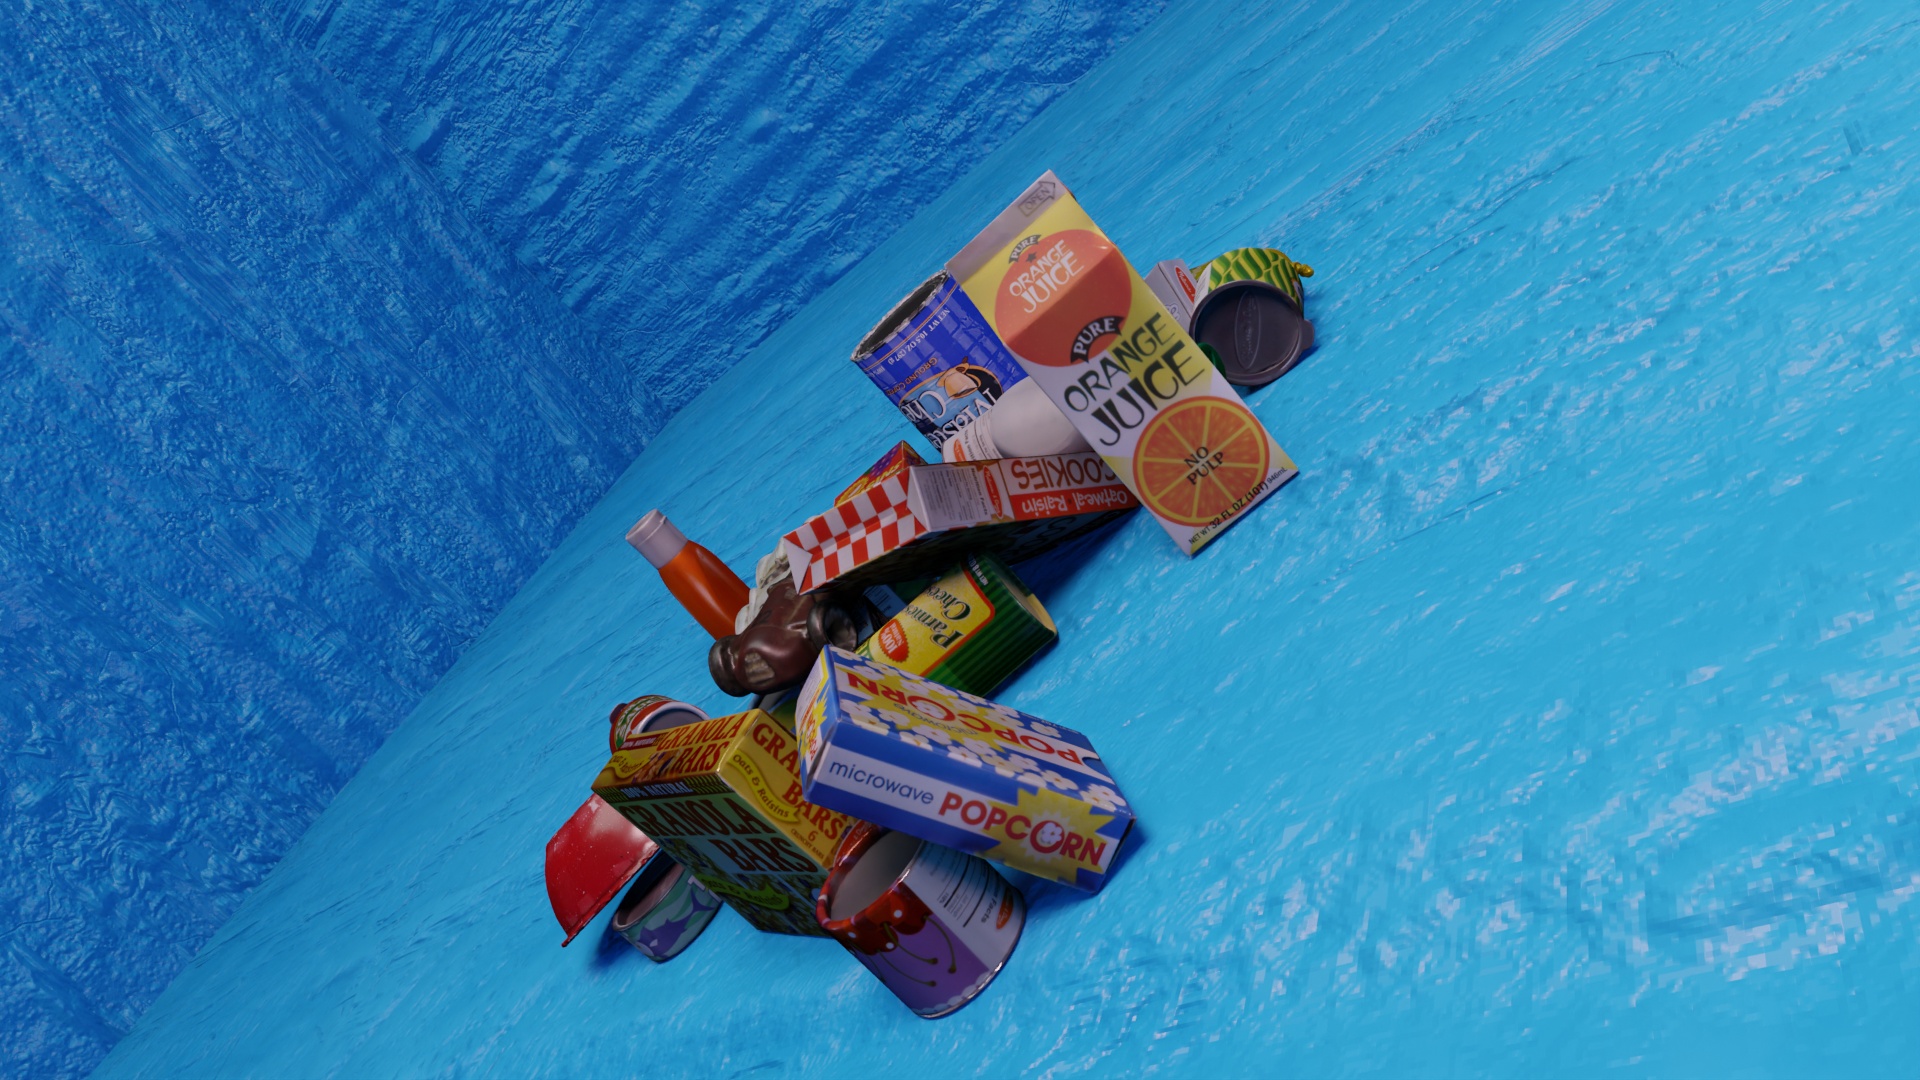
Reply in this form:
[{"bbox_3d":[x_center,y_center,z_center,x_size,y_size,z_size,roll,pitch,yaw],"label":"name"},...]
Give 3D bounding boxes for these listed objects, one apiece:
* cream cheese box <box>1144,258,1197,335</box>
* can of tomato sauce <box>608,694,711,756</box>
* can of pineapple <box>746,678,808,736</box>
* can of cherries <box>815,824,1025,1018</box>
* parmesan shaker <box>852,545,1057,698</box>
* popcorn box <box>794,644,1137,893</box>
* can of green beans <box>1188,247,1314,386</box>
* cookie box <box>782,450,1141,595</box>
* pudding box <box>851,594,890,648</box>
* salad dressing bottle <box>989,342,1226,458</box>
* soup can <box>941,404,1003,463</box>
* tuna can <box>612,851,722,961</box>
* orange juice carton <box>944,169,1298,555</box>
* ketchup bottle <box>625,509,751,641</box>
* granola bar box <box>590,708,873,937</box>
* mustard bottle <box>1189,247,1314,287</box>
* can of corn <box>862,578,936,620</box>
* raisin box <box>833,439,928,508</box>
[{"bbox_3d":[0.122,-0.131,0.911,0.024,0.053,0.103,-15,-20,-36],"label":"cream cheese box"},{"bbox_3d":[-0.225,0.150,1.047,0.071,0.071,0.083,-49,17,-19],"label":"can of tomato sauce"},{"bbox_3d":[-0.092,0.107,0.861,0.071,0.058,0.071,-40,17,14],"label":"can of pineapple"},{"bbox_3d":[-0.019,0.152,0.572,0.071,0.058,0.072,-39,17,14],"label":"can of cherries"},{"bbox_3d":[-0.007,0.058,0.764,0.103,0.071,0.071,-41,16,8],"label":"parmesan shaker"},{"bbox_3d":[-0.002,0.090,0.563,0.085,0.127,0.038,-123,55,-74],"label":"popcorn box"},{"bbox_3d":[0.170,-0.133,0.823,0.071,0.071,0.058,-35,18,29],"label":"can of green beans"},{"bbox_3d":[0.003,-0.010,0.800,0.168,0.040,0.122,-7,-13,-43],"label":"cookie box"},{"bbox_3d":[-0.052,0.071,0.871,0.030,0.049,0.084,-41,15,3],"label":"pudding box"},{"bbox_3d":[0.086,-0.081,0.825,0.147,0.044,0.064,-13,66,40],"label":"salad dressing bottle"},{"bbox_3d":[0.041,-0.065,0.969,0.083,0.071,0.072,-35,18,26],"label":"soup can"},{"bbox_3d":[-0.170,0.213,0.826,0.071,0.033,0.071,-40,16,14],"label":"tuna can"},{"bbox_3d":[0.080,-0.091,0.704,0.071,0.192,0.073,-40,17,11],"label":"orange juice carton"},{"bbox_3d":[-0.216,0.037,1.169,0.043,0.148,0.065,-36,18,20],"label":"ketchup bottle"},{"bbox_3d":[-0.096,0.140,0.671,0.165,0.124,0.039,-19,30,55],"label":"granola bar box"},{"bbox_3d":[0.174,-0.159,0.909,0.065,0.048,0.160,-48,16,-26],"label":"mustard bottle"},{"bbox_3d":[-0.061,0.026,0.988,0.071,0.058,0.071,-39,17,14],"label":"can of corn"},{"bbox_3d":[-0.066,-0.030,1.178,0.086,0.040,0.124,-41,17,12],"label":"raisin box"}]
